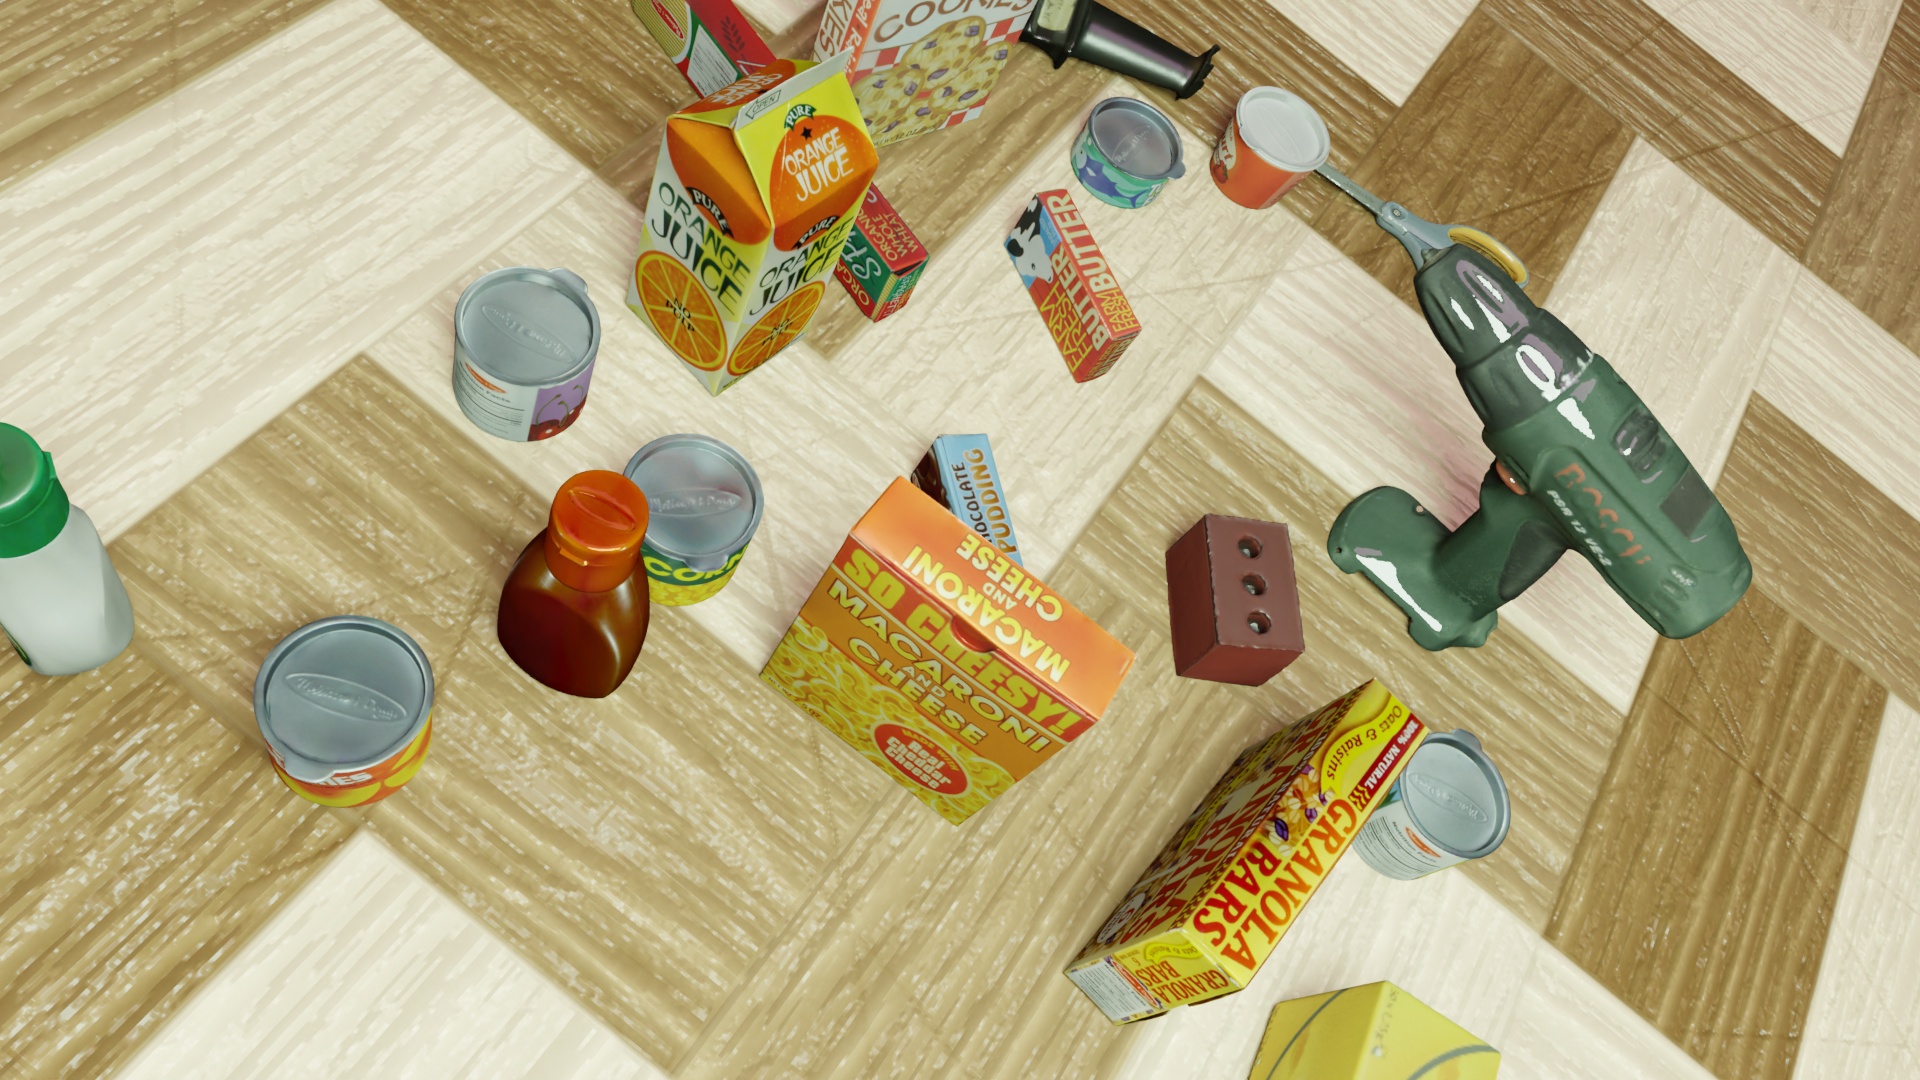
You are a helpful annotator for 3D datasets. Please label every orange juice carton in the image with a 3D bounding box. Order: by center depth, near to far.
[{"bbox_3d":[-0.100,-0.158,0.671,0.073,0.191,0.072,46,58,5],"label":"orange juice carton"}]

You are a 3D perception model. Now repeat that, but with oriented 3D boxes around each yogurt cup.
[{"bbox_3d":[0.201,-0.257,0.919,0.072,0.053,0.072,9,62,-17],"label":"yogurt cup"}]

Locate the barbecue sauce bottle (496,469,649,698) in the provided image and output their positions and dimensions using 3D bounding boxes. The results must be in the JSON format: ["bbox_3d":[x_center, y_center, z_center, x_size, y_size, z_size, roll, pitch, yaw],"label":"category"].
[{"bbox_3d":[-0.160,0.020,0.585,0.065,0.148,0.044,31,58,-5],"label":"barbecue sauce bottle"}]

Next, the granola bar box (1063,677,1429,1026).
[{"bbox_3d":[0.133,0.147,0.649,0.039,0.123,0.166,46,58,5],"label":"granola bar box"}]

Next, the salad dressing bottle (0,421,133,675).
[{"bbox_3d":[-0.348,0.005,0.521,0.044,0.147,0.064,-17,72,-27],"label":"salad dressing bottle"}]

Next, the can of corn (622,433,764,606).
[{"bbox_3d":[-0.132,-0.006,0.662,0.071,0.058,0.071,9,62,-17],"label":"can of corn"}]

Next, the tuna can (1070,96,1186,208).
[{"bbox_3d":[0.108,-0.246,0.890,0.071,0.032,0.071,9,62,-17],"label":"tuna can"}]

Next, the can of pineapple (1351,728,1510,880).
[{"bbox_3d":[0.246,0.140,0.735,0.071,0.057,0.071,9,62,-17],"label":"can of pineapple"}]

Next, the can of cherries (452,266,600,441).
[{"bbox_3d":[-0.209,-0.091,0.674,0.071,0.058,0.072,9,62,-17],"label":"can of cherries"}]

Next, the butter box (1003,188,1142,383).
[{"bbox_3d":[0.065,-0.149,0.813,0.024,0.053,0.103,-17,72,-27],"label":"butter box"}]

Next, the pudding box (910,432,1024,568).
[{"bbox_3d":[0.003,-0.009,0.721,0.030,0.049,0.084,-6,67,-23],"label":"pudding box"}]

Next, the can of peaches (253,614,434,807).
[{"bbox_3d":[-0.254,0.074,0.575,0.071,0.057,0.071,9,62,-17],"label":"can of peaches"}]

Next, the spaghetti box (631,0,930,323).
[{"bbox_3d":[-0.105,-0.234,0.791,0.029,0.050,0.250,-31,79,-30],"label":"spaghetti box"}]

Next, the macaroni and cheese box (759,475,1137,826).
[{"bbox_3d":[-0.013,0.057,0.613,0.124,0.165,0.040,37,58,-1],"label":"macaroni and cheese box"}]

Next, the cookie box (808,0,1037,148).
[{"bbox_3d":[-0.018,-0.293,0.785,0.123,0.166,0.040,-26,77,-29],"label":"cookie box"}]
